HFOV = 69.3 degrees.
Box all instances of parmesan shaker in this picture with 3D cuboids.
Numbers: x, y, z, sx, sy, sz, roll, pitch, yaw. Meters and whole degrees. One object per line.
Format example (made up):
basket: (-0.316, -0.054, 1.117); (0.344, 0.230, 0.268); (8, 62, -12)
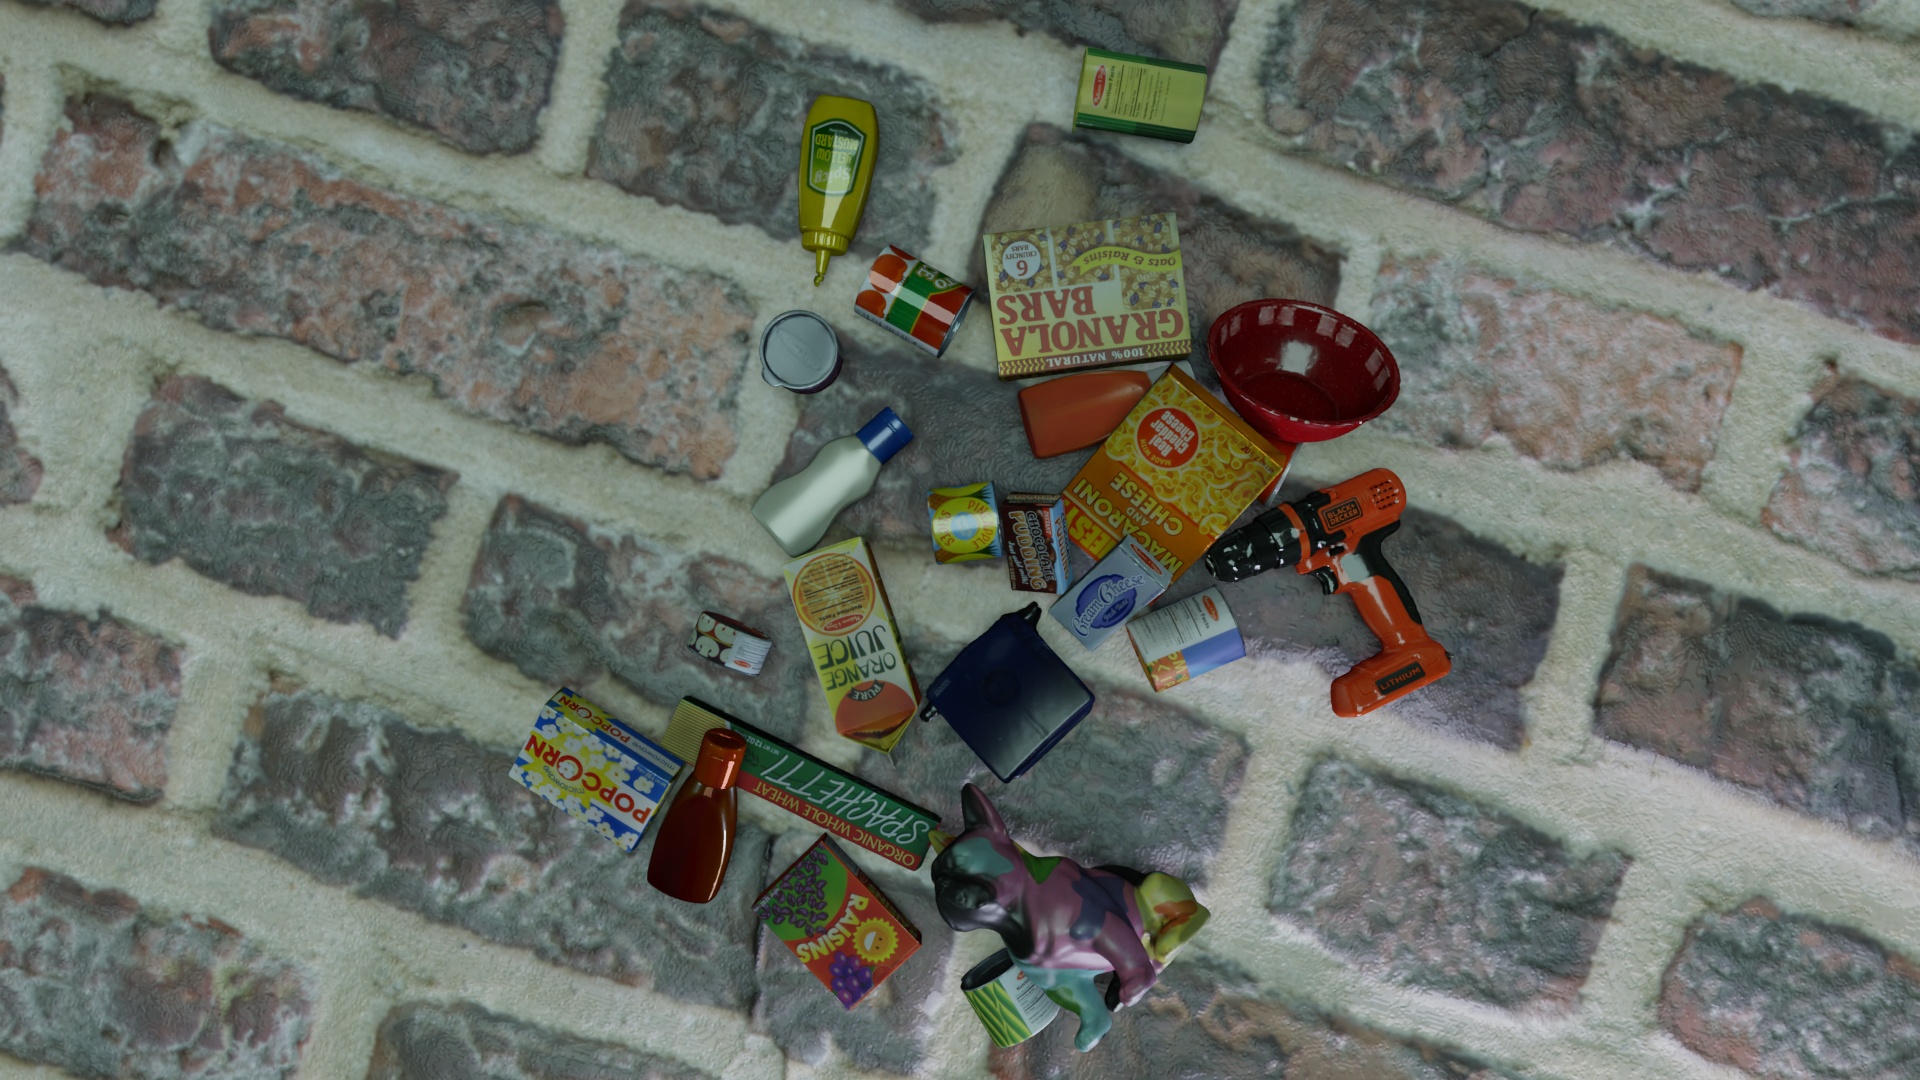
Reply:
parmesan shaker: (0.151, -0.375, 1.181); (0.103, 0.071, 0.071); (9, 90, 0)

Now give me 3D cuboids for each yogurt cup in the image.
yogurt cup: (0.253, -0.069, 1.180); (0.054, 0.072, 0.072); (28, 90, 8)

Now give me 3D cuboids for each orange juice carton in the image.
orange juice carton: (-0.084, 0.098, 1.175); (0.073, 0.072, 0.192); (-19, 89, 0)

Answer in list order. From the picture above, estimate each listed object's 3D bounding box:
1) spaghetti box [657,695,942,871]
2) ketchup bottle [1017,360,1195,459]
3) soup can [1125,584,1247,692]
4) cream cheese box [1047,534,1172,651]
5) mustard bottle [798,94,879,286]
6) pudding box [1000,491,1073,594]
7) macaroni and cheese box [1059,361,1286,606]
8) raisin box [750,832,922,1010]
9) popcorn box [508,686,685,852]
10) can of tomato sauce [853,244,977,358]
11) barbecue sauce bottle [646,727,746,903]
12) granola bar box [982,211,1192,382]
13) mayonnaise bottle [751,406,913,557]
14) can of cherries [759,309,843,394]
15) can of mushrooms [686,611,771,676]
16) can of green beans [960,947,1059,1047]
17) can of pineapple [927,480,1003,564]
spaghetti box: (-0.137, 0.209, 1.196); (0.250, 0.028, 0.050); (26, 91, 1)
ketchup bottle: (0.127, -0.118, 1.190); (0.149, 0.043, 0.064); (-15, 91, 0)
soup can: (0.192, 0.085, 1.179); (0.084, 0.071, 0.071); (-23, 90, 1)
cream cheese box: (0.125, 0.046, 1.171); (0.053, 0.024, 0.103); (44, 128, -1)
mustard bottle: (-0.109, -0.297, 1.189); (0.065, 0.049, 0.160); (8, 90, 2)
pudding box: (0.065, 0.002, 1.173); (0.049, 0.030, 0.083); (4, 118, 24)
macaroni and cheese box: (0.169, -0.045, 1.158); (0.124, 0.040, 0.165); (40, 116, 1)
raisin box: (-0.105, 0.326, 1.190); (0.086, 0.040, 0.123); (-43, 90, -1)
popcorn box: (-0.308, 0.194, 1.179); (0.127, 0.038, 0.085); (33, 113, 0)
can of tomato sauce: (-0.038, -0.205, 1.180); (0.083, 0.071, 0.071); (29, 90, 1)
barbecue sauce bottle: (-0.216, 0.230, 1.169); (0.065, 0.044, 0.148); (19, 107, 2)
granola bar box: (0.108, -0.208, 1.193); (0.166, 0.039, 0.124); (-7, 89, 0)
mayonnaise bottle: (-0.106, -0.053, 1.192); (0.148, 0.041, 0.065); (-41, 91, -1)
can of cherries: (-0.137, -0.158, 1.184); (0.071, 0.058, 0.071); (0, 91, 0)
can of mushrooms: (-0.197, 0.086, 1.180); (0.071, 0.071, 0.033); (23, 91, 0)
can of green beans: (0.042, 0.385, 1.176); (0.071, 0.071, 0.058); (-31, 90, 0)
can of pineapple: (0.004, -0.015, 1.177); (0.058, 0.071, 0.071); (-8, 90, 1)
